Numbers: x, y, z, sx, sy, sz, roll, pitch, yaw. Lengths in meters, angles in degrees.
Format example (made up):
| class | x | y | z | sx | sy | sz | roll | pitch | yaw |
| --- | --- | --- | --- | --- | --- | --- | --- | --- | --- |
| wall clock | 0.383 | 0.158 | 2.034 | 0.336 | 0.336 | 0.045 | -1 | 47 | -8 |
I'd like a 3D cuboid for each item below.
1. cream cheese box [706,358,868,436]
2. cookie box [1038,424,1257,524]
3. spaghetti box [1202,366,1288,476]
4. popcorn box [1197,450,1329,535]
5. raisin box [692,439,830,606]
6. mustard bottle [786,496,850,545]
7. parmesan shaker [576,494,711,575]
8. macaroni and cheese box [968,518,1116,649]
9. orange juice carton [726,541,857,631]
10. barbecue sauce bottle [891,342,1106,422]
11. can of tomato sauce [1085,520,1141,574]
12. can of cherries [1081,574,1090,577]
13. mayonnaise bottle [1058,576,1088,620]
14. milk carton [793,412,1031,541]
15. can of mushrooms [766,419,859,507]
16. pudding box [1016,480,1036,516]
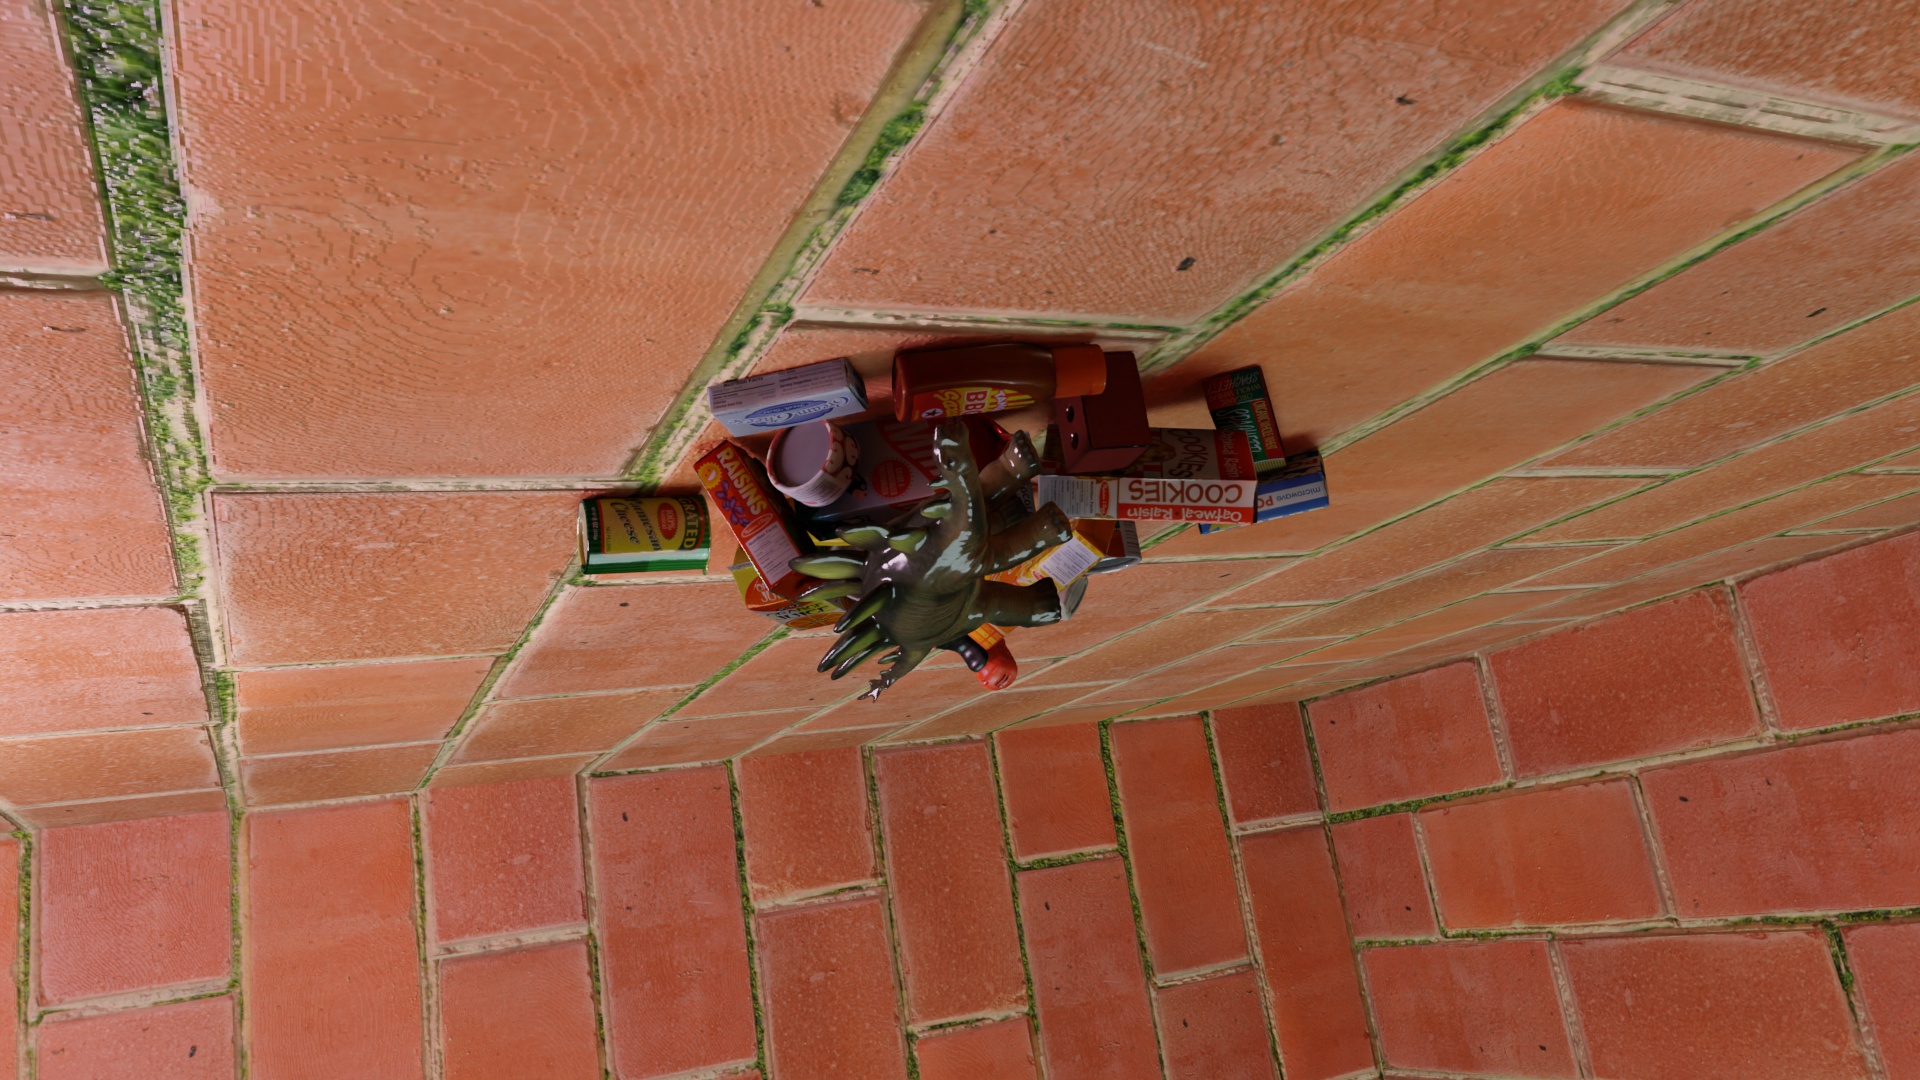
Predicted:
| class | x | y | z | sx | sy | sz | roll | pitch | yaw |
| --- | --- | --- | --- | --- | --- | --- | --- | --- | --- |
| cream cheese box | -0.122 | -0.101 | 0.987 | 0.104 | 0.024 | 0.053 | -11 | 166 | 7 |
| cookie box | 0.150 | -0.054 | 1.114 | 0.167 | 0.040 | 0.123 | 2 | -157 | 6 |
| spaghetti box | 0.254 | -0.099 | 1.225 | 0.050 | 0.029 | 0.250 | -14 | 166 | 14 |
| popcorn box | 0.294 | -0.048 | 1.360 | 0.126 | 0.038 | 0.085 | -13 | -164 | 16 |
| raisin box | -0.155 | -0.013 | 1.107 | 0.040 | 0.123 | 0.086 | -36 | 163 | 4 |
| mustard bottle | -0.110 | -0.024 | 1.226 | 0.160 | 0.065 | 0.049 | -9 | 170 | 17 |
| parmesan shaker | -0.271 | -0.002 | 1.187 | 0.103 | 0.071 | 0.071 | -3 | 164 | -23 |
| macaroni and cheese box | 0.078 | 0.015 | 1.301 | 0.040 | 0.124 | 0.165 | 40 | 125 | -11 |
| orange juice carton | -0.168 | 0.038 | 1.409 | 0.072 | 0.073 | 0.192 | -12 | 165 | 11 |
| barbecue sauce bottle | 0.028 | -0.115 | 0.986 | 0.149 | 0.044 | 0.064 | -7 | 164 | -10 |
| can of tomato sauce | 0.138 | -0.014 | 1.375 | 0.071 | 0.083 | 0.071 | -9 | 165 | -2 |
| can of cherries | 0.141 | 0.005 | 1.478 | 0.058 | 0.071 | 0.071 | -19 | 163 | 34 |
| mayonnaise bottle | 0.064 | 0.045 | 1.541 | 0.148 | 0.065 | 0.041 | 12 | 145 | 29 |
| milk carton | -0.035 | -0.058 | 1.112 | 0.190 | 0.073 | 0.072 | -11 | 165 | 6 |
| can of mushrooms | -0.113 | -0.064 | 1.057 | 0.071 | 0.071 | 0.033 | -17 | 153 | 28 |
| pudding box | 0.044 | -0.026 | 1.266 | 0.030 | 0.084 | 0.049 | -1 | 163 | -29 |
